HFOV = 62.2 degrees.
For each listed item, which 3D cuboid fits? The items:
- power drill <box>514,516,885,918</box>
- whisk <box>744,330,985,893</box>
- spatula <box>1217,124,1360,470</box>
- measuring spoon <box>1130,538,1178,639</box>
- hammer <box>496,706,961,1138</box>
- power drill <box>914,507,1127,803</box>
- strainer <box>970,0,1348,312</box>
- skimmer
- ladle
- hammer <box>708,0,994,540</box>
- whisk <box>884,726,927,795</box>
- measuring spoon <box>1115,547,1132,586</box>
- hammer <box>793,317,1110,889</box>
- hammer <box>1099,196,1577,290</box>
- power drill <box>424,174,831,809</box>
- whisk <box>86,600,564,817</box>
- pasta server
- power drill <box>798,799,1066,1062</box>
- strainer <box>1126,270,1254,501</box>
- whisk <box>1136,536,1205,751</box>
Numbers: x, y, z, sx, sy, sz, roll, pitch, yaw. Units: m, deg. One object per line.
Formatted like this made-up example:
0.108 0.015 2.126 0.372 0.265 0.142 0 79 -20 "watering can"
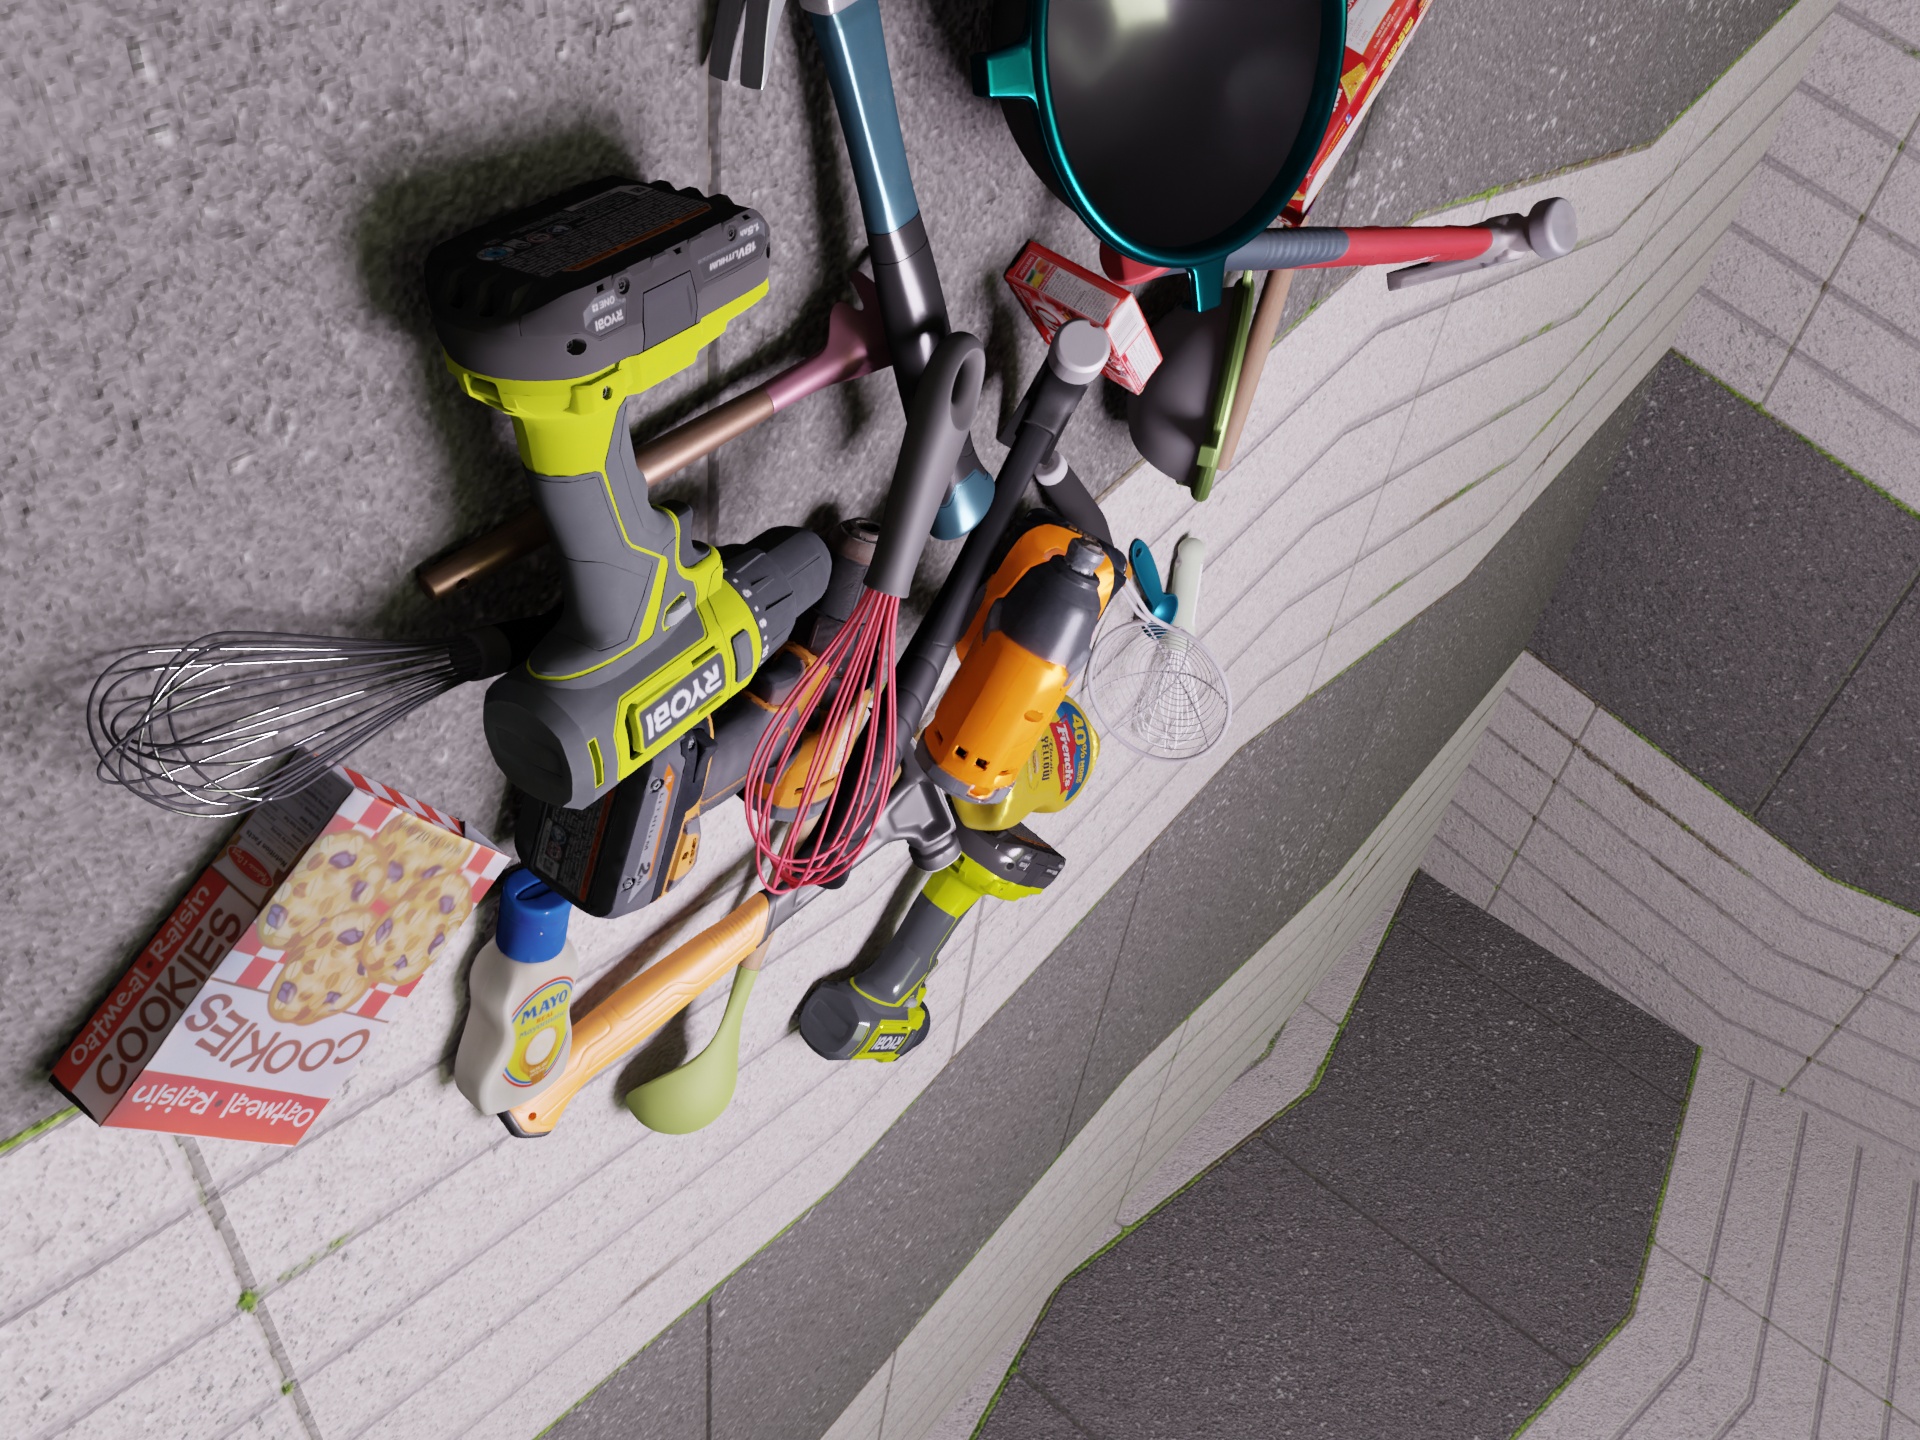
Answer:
-0.118 -0.009 0.845 0.226 0.084 0.185 -27 143 -56 "power drill"
-0.043 -0.046 0.781 0.073 0.073 0.295 -5 118 -61 "whisk"
0.226 -0.322 1.090 0.018 0.060 0.315 0 118 -31 "spatula"
0.151 -0.113 1.308 0.042 0.021 0.128 -52 147 -14 "measuring spoon"
-0.145 0.131 0.979 0.337 0.034 0.127 -38 129 -21 "hammer"
0.047 -0.059 0.979 0.164 0.084 0.226 -60 -178 21 "power drill"
0.115 -0.389 0.776 0.210 0.095 0.340 30 85 -44 "strainer"
0.114 -0.073 1.185 0.363 0.127 0.090 45 61 -58 "skimmer"
-0.139 0.131 1.044 0.078 0.062 0.320 3 111 -61 "ladle"
-0.027 -0.219 0.732 0.128 0.033 0.330 -41 142 -24 "hammer"
-0.001 -0.003 1.119 0.245 0.047 0.051 -46 152 -14 "whisk"
0.116 -0.124 1.230 0.021 0.011 0.116 -48 160 3 "measuring spoon"
-0.008 -0.059 0.898 0.335 0.035 0.146 -64 -176 -11 "hammer"
0.220 -0.292 0.991 0.386 0.143 0.038 -15 100 -38 "hammer"
-0.125 -0.098 0.663 0.190 0.080 0.228 -43 144 -41 "power drill"
-0.224 -0.022 0.660 0.284 0.070 0.070 -26 143 -57 "whisk"
-0.118 -0.141 0.743 0.316 0.040 0.060 -37 150 -29 "pasta server"
-0.020 0.175 1.274 0.223 0.080 0.171 -54 156 5 "power drill"
0.150 -0.218 1.120 0.256 0.069 0.151 84 18 -80 "strainer"
0.193 -0.063 1.410 0.246 0.059 0.058 91 2 -45 "whisk"
